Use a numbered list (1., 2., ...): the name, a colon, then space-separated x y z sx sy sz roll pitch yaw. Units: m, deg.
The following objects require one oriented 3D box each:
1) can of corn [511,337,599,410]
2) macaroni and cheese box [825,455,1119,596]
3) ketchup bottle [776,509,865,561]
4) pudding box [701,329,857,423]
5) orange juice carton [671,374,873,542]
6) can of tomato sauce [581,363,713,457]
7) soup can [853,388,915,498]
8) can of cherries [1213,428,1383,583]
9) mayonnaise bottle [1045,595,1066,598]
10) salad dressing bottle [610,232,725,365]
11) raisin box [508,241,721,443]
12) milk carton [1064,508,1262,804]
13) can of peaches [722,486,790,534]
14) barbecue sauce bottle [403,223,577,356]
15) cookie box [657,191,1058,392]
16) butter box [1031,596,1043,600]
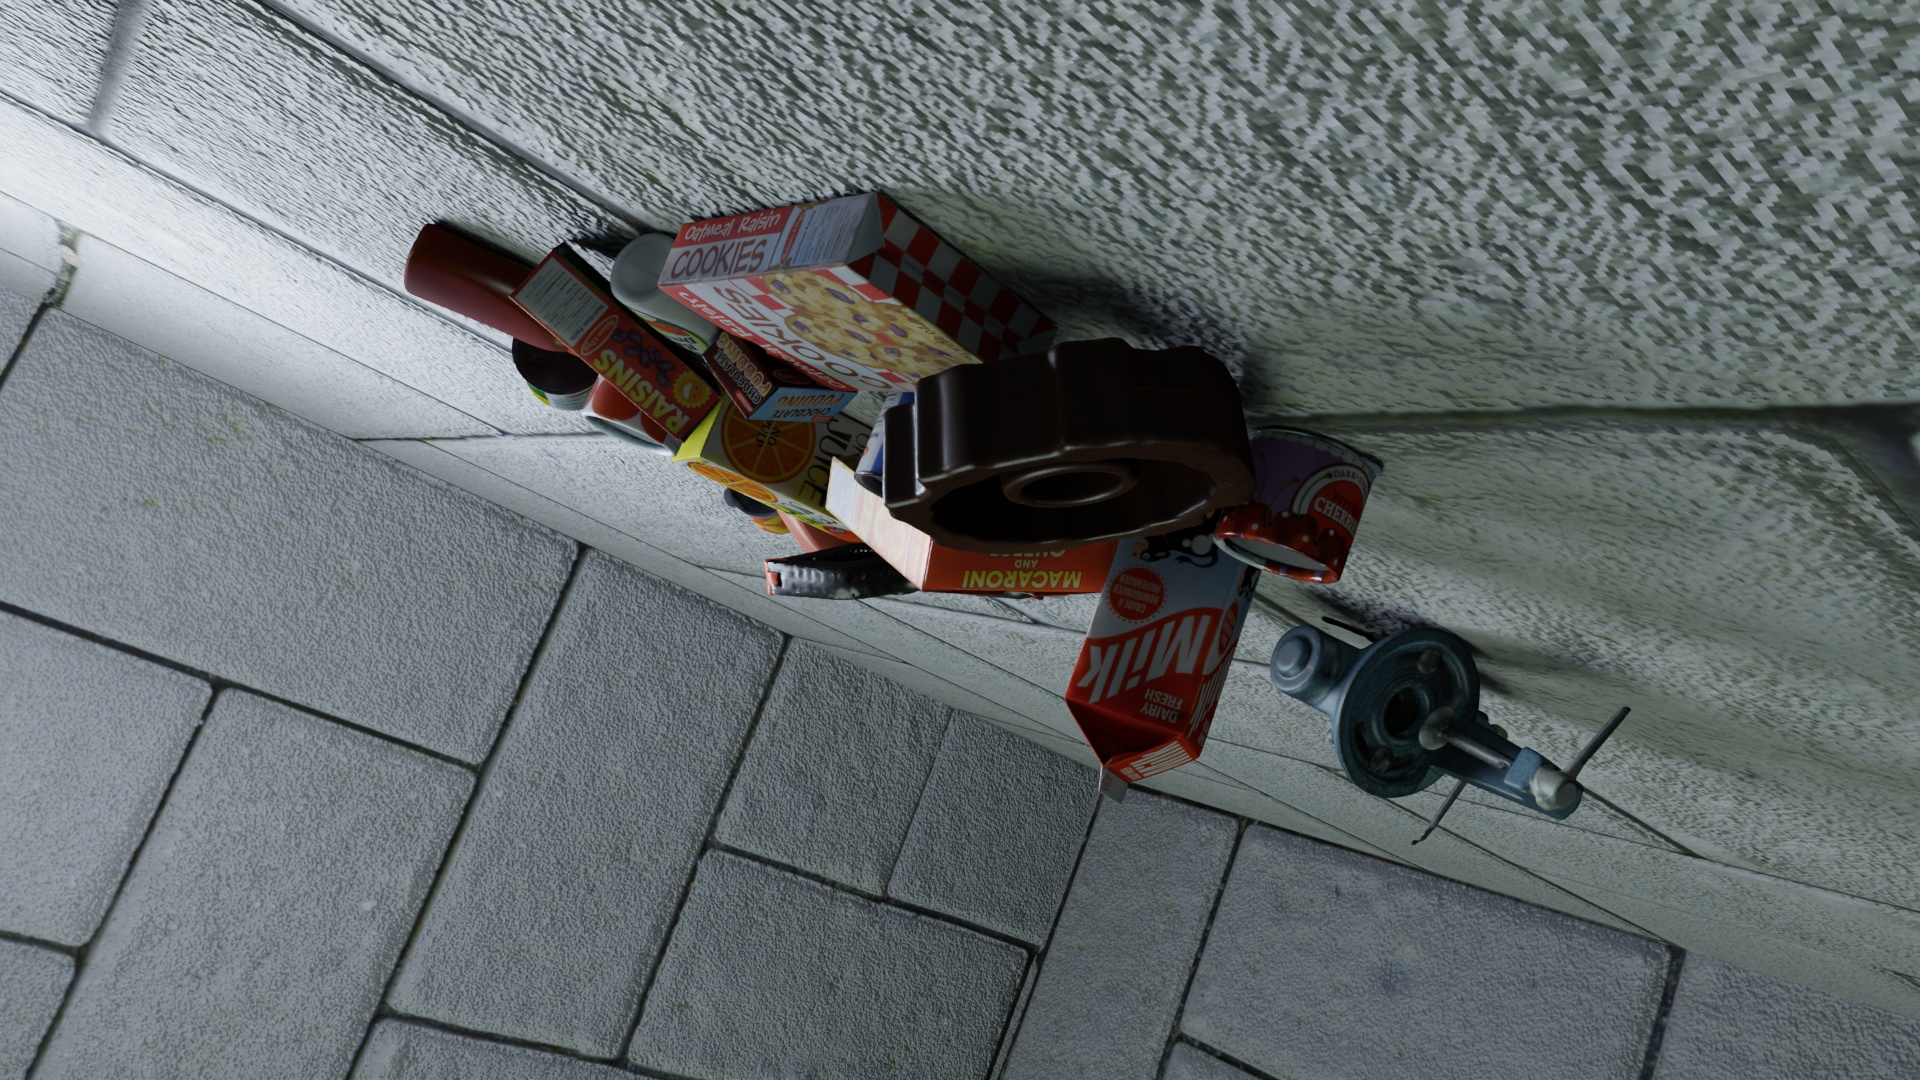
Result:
1. can of corn: -0.280 -0.131 0.983 0.071 0.071 0.058 23 170 -6
2. macaroni and cheese box: 0.003 -0.011 0.859 0.124 0.040 0.167 1 -163 -26
3. ketchup bottle: -0.115 -0.029 1.094 0.149 0.065 0.043 46 155 0
4. pudding box: -0.101 -0.094 0.786 0.050 0.030 0.084 53 -157 15
5. orange juice carton: -0.101 -0.051 1.006 0.192 0.073 0.071 26 168 -25
6. can of tomato sauce: -0.200 -0.105 0.899 0.071 0.083 0.071 21 169 4
7. soup can: -0.010 -0.059 0.756 0.071 0.084 0.071 21 169 4
8. can of cherries: 0.168 -0.016 0.692 0.071 0.058 0.071 21 170 4
9. mayonnaise bottle: 0.023 0.014 1.184 0.148 0.041 0.064 14 171 39
10. salad dressing bottle: -0.144 -0.123 0.805 0.064 0.044 0.147 26 173 25
11. raisin box: -0.199 -0.116 0.810 0.123 0.040 0.086 42 -178 -19
12. milk carton: 0.118 0.059 0.806 0.073 0.191 0.072 16 168 22
13. can of peaches: -0.160 -0.042 1.178 0.071 0.071 0.058 19 170 14
14. barbecue sauce bottle: -0.290 -0.157 0.924 0.148 0.044 0.064 23 160 -13
15. cookie box: -0.055 -0.115 0.681 0.123 0.040 0.167 29 167 -39
16. butter box: 0.025 0.009 1.117 0.103 0.053 0.024 17 170 23
